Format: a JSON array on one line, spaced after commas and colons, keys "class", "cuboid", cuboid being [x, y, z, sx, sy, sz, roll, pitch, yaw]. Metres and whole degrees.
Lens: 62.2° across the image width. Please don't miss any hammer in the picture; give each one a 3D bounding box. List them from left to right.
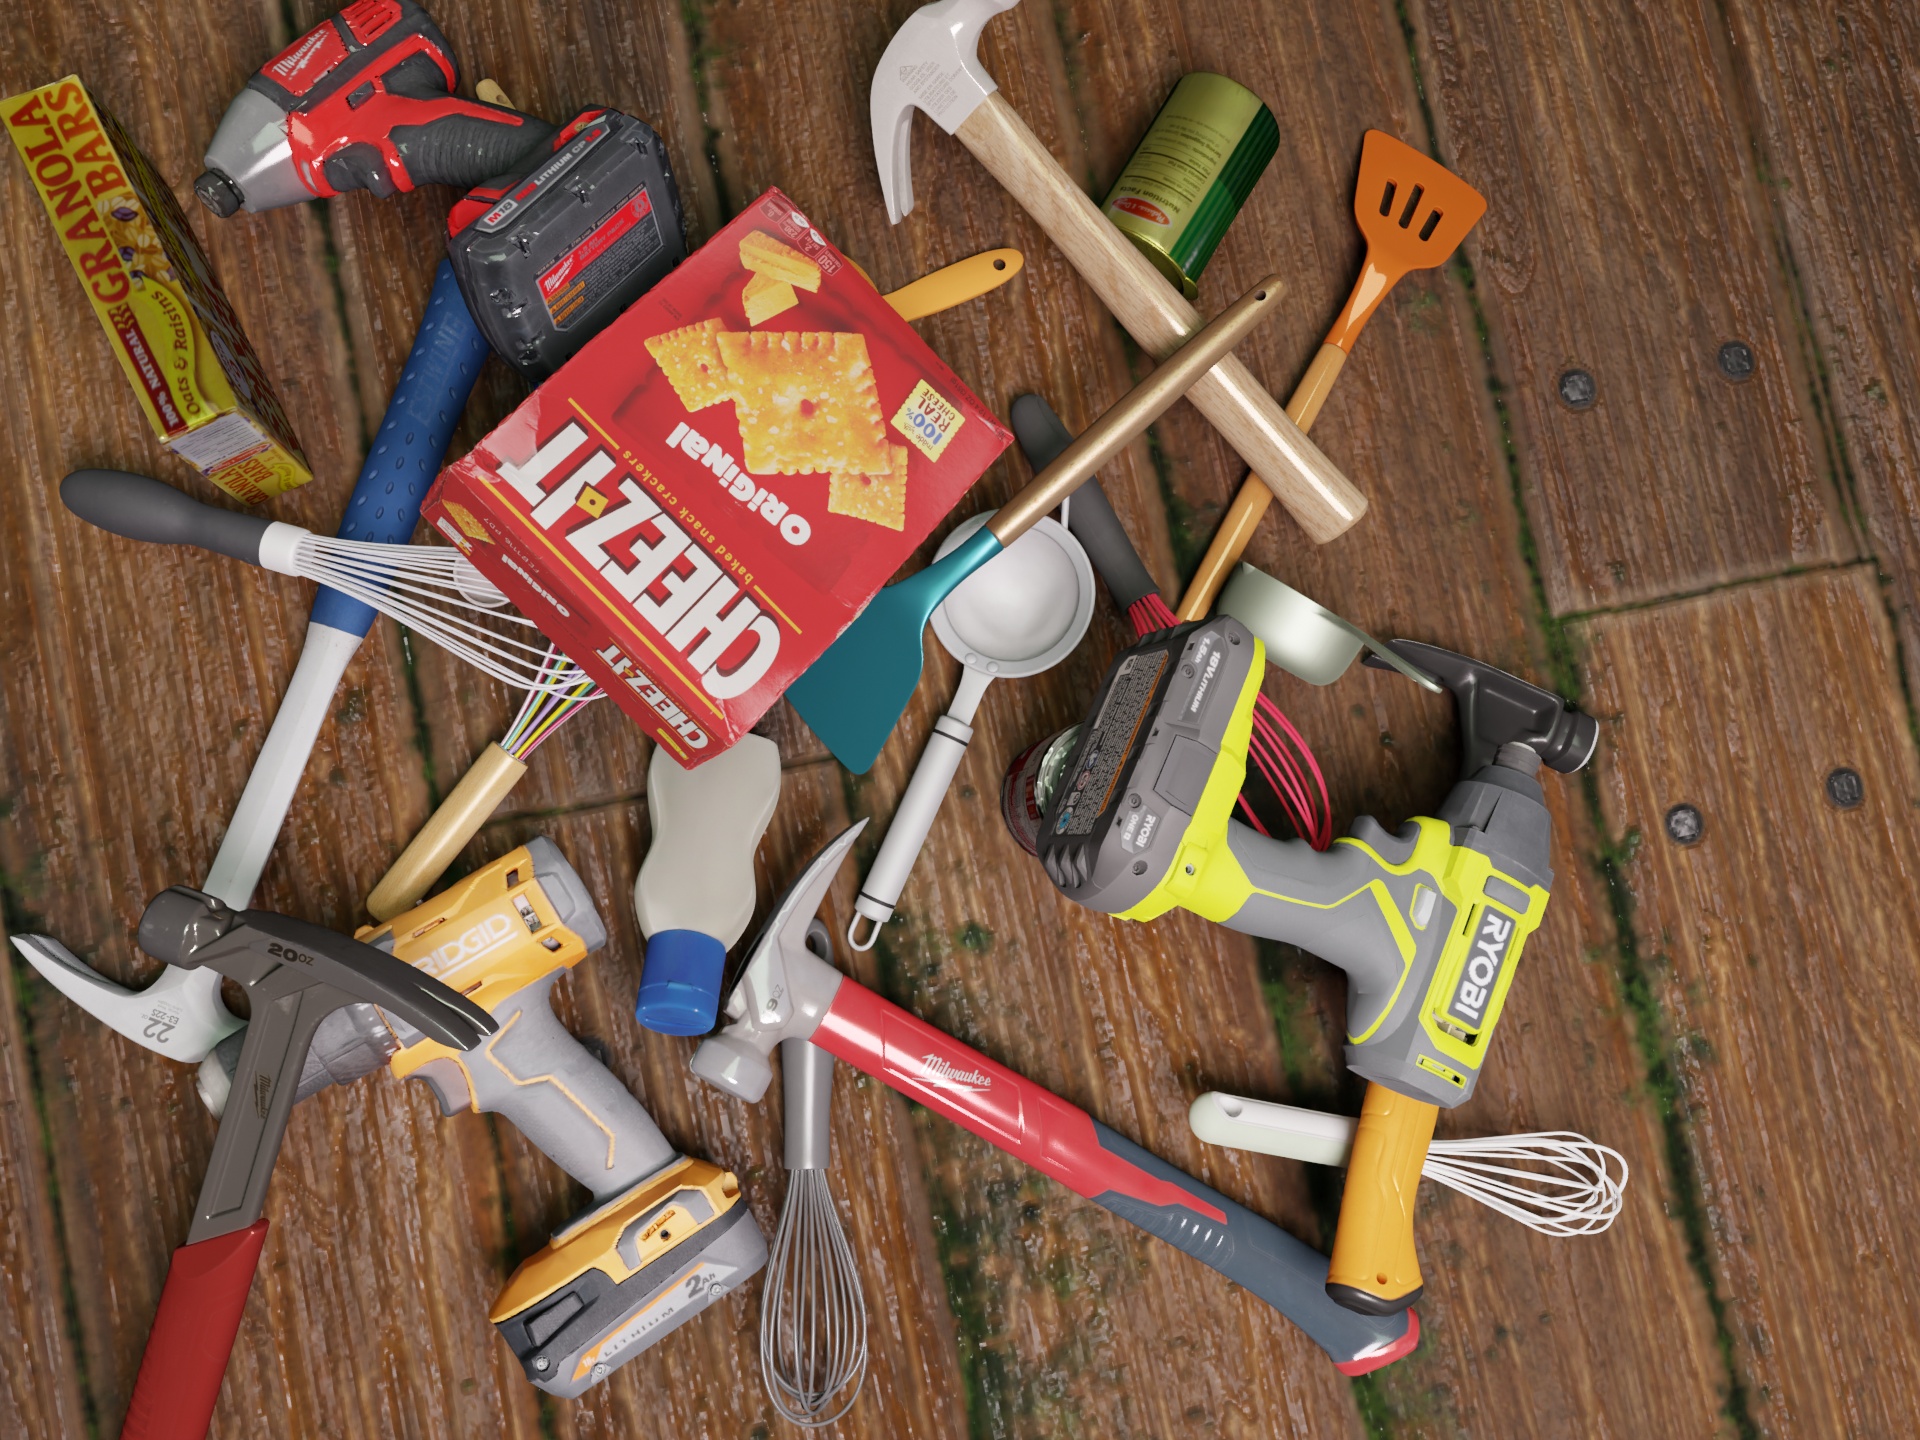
[{"class": "hammer", "cuboid": [-0.316, 0.256, 0.679, 0.149, 0.037, 0.359, 21, 101, 6]}, {"class": "hammer", "cuboid": [-0.313, -0.036, 0.772, 0.144, 0.035, 0.405, 20, 82, -5]}, {"class": "hammer", "cuboid": [0.069, 0.199, 0.780, 0.386, 0.038, 0.143, 31, 72, -9]}, {"class": "hammer", "cuboid": [0.084, -0.216, 0.798, 0.331, 0.130, 0.031, 46, 36, -10]}, {"class": "hammer", "cuboid": [0.229, 0.121, 0.789, 0.127, 0.034, 0.337, 23, 67, -6]}]

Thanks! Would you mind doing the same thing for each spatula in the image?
[{"class": "spatula", "cuboid": [0.037, -0.106, 0.781, 0.317, 0.044, 0.082, -41, 75, 3]}, {"class": "spatula", "cuboid": [0.189, -0.177, 0.863, 0.081, 0.041, 0.322, 30, 85, -5]}]

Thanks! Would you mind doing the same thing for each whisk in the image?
[{"class": "whisk", "cuboid": [-0.280, -0.070, 0.733, 0.284, 0.070, 0.070, 15, 82, 2]}, {"class": "whisk", "cuboid": [-0.209, -0.002, 0.785, 0.047, 0.051, 0.245, 36, 84, 18]}, {"class": "whisk", "cuboid": [-0.072, 0.215, 0.774, 0.055, 0.055, 0.239, 0, 79, -8]}, {"class": "whisk", "cuboid": [0.101, -0.043, 0.808, 0.073, 0.073, 0.296, -27, 78, -10]}, {"class": "whisk", "cuboid": [0.226, 0.217, 0.795, 0.246, 0.058, 0.059, 14, 121, -15]}]

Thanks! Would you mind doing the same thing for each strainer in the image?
[{"class": "strainer", "cuboid": [-0.001, -0.003, 0.809, 0.087, 0.050, 0.258, 24, 87, 10]}]

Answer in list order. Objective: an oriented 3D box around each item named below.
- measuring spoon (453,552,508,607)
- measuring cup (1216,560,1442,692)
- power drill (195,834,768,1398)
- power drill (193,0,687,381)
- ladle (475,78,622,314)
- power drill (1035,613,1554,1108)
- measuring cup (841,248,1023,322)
[{"class": "measuring spoon", "cuboid": [-0.197, -0.092, 0.807, 0.124, 0.018, 0.034, -28, 88, -16]}, {"class": "measuring cup", "cuboid": [0.180, -0.032, 0.778, 0.083, 0.168, 0.038, 27, 101, -24]}, {"class": "power drill", "cuboid": [-0.215, 0.191, 0.726, 0.185, 0.084, 0.226, -30, 89, -19]}, {"class": "power drill", "cuboid": [-0.250, -0.256, 0.747, 0.220, 0.078, 0.143, 32, 67, 21]}, {"class": "ladle", "cuboid": [-0.163, -0.196, 0.812, 0.069, 0.031, 0.315, -29, 85, -41]}, {"class": "power drill", "cuboid": [0.161, 0.052, 0.713, 0.223, 0.080, 0.171, 28, 77, -16]}, {"class": "measuring cup", "cuboid": [-0.043, -0.216, 0.818, 0.173, 0.052, 0.095, -24, 88, -8]}]
